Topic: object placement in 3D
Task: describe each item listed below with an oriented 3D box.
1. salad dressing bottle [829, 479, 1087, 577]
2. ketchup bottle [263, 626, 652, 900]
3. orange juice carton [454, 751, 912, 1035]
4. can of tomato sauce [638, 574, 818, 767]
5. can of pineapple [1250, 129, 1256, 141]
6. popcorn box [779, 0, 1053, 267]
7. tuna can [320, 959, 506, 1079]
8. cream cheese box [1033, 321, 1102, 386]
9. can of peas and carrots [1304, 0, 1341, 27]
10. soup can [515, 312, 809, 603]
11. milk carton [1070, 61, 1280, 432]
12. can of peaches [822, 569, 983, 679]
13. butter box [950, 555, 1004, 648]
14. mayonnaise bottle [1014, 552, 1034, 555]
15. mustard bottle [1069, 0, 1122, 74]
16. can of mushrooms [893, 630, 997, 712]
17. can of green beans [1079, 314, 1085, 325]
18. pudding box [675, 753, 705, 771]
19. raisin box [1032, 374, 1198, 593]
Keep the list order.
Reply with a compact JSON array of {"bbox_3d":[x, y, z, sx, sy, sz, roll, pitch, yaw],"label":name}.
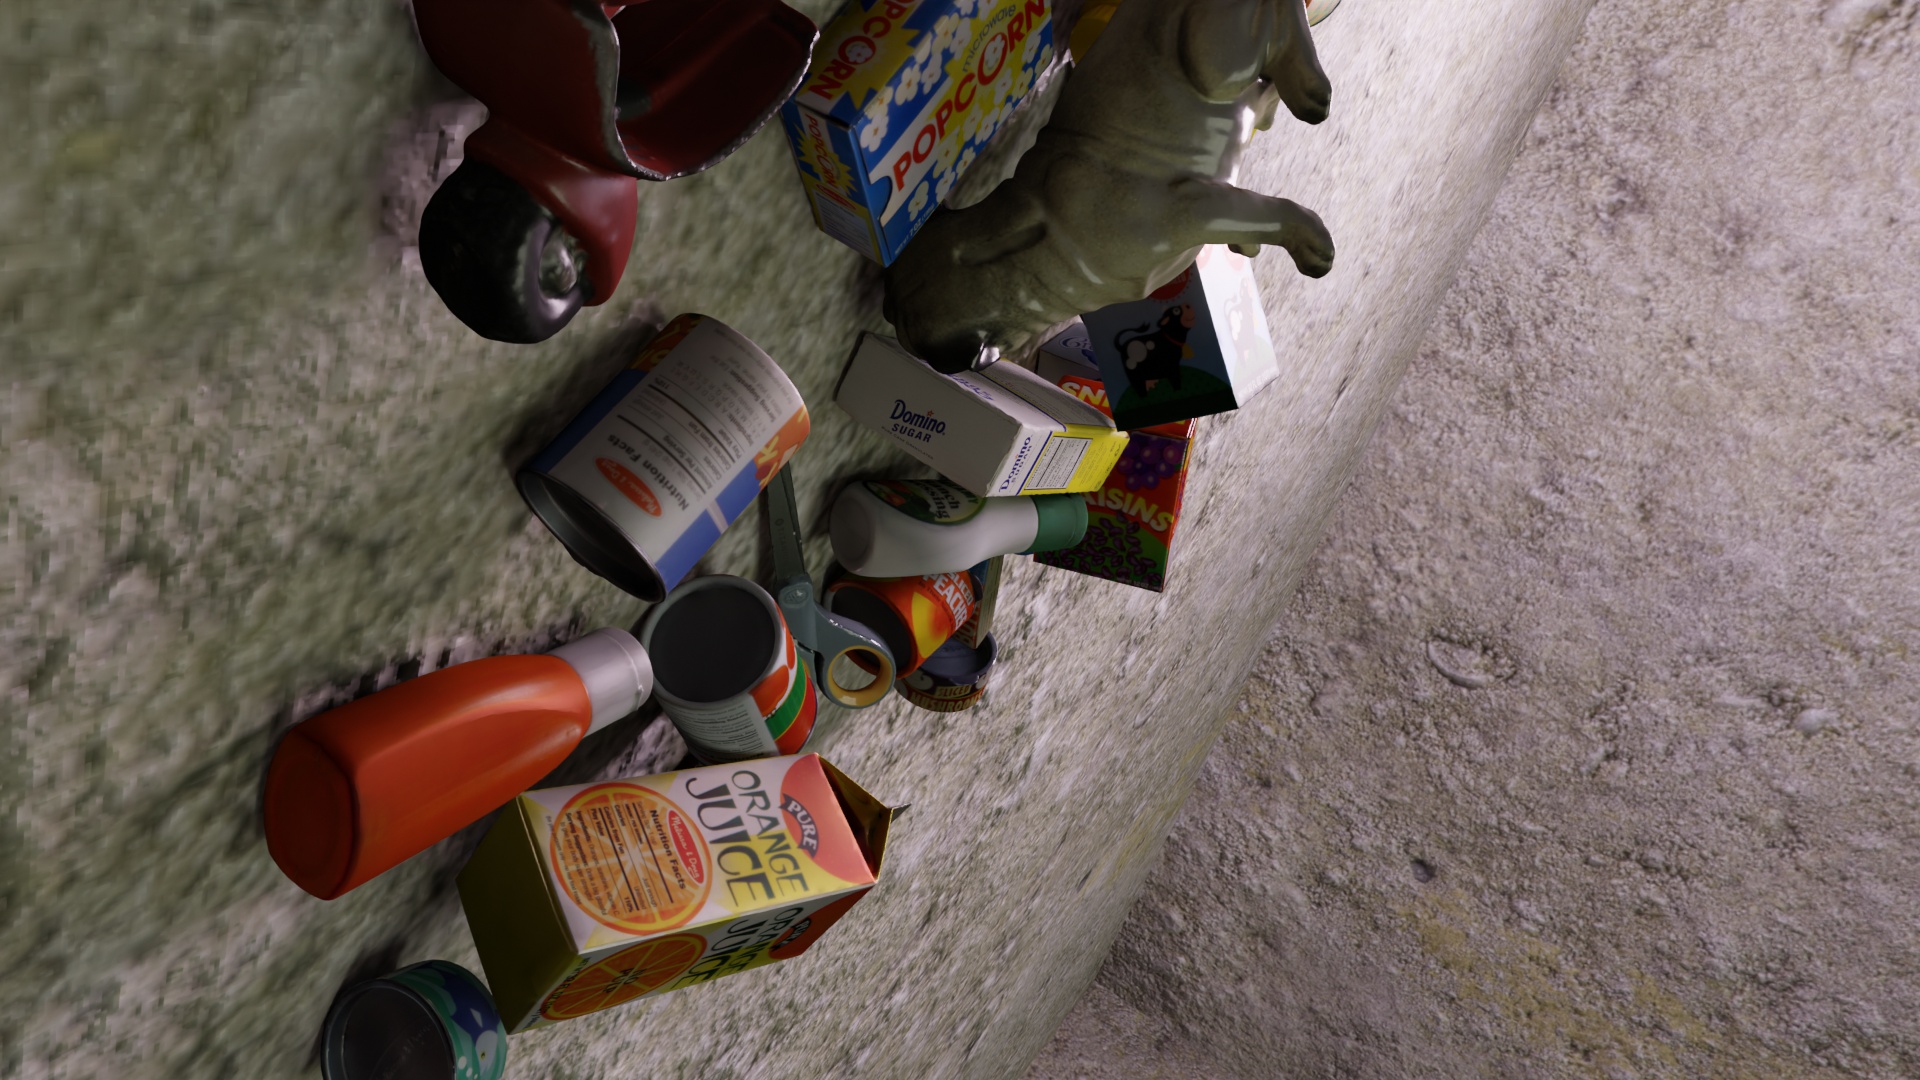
[{"bbox_3d":[0.003,-0.009,0.742,0.148,0.064,0.043,-4,119,-38],"label":"salad dressing bottle"},{"bbox_3d":[-0.173,0.070,0.503,0.149,0.043,0.064,-27,144,-58],"label":"ketchup bottle"},{"bbox_3d":[-0.109,0.146,0.611,0.193,0.073,0.071,0,141,-45],"label":"orange juice carton"},{"bbox_3d":[-0.104,0.061,0.631,0.071,0.071,0.082,-52,159,-21],"label":"can of tomato sauce"},{"bbox_3d":[0.130,-0.229,0.798,0.057,0.071,0.071,-62,161,8],"label":"can of pineapple"},{"bbox_3d":[-0.013,-0.183,0.543,0.127,0.038,0.085,-54,162,-16],"label":"popcorn box"},{"bbox_3d":[-0.215,0.205,0.551,0.071,0.071,0.033,-63,162,9],"label":"tuna can"},{"bbox_3d":[0.103,-0.101,0.859,0.054,0.104,0.024,-41,146,-46],"label":"cream cheese box"},{"bbox_3d":[0.179,-0.322,0.789,0.059,0.071,0.070,-33,148,-52],"label":"can of peas and carrots"},{"bbox_3d":[-0.105,-0.029,0.497,0.084,0.071,0.071,-51,160,-24],"label":"soup can"},{"bbox_3d":[0.102,-0.161,0.736,0.073,0.073,0.190,-33,109,-53],"label":"milk carton"},{"bbox_3d":[-0.032,0.035,0.768,0.058,0.071,0.070,-41,154,-41],"label":"can of peaches"},{"bbox_3d":[-0.003,0.019,0.846,0.024,0.053,0.103,-49,159,-35],"label":"butter box"},{"bbox_3d":[0.032,-0.029,0.883,0.065,0.041,0.147,-61,163,-12],"label":"mayonnaise bottle"},{"bbox_3d":[0.096,-0.265,0.684,0.161,0.049,0.065,-48,156,-28],"label":"mustard bottle"},{"bbox_3d":[-0.011,0.077,0.884,0.071,0.071,0.033,-38,153,-48],"label":"can of mushrooms"},{"bbox_3d":[0.112,-0.158,0.855,0.058,0.071,0.070,-43,155,-40],"label":"can of green beans"},{"bbox_3d":[-0.131,0.144,0.739,0.050,0.030,0.083,-50,159,-23],"label":"pudding box"},{"bbox_3d":[0.092,-0.033,0.840,0.040,0.086,0.122,-61,161,-46],"label":"raisin box"}]
